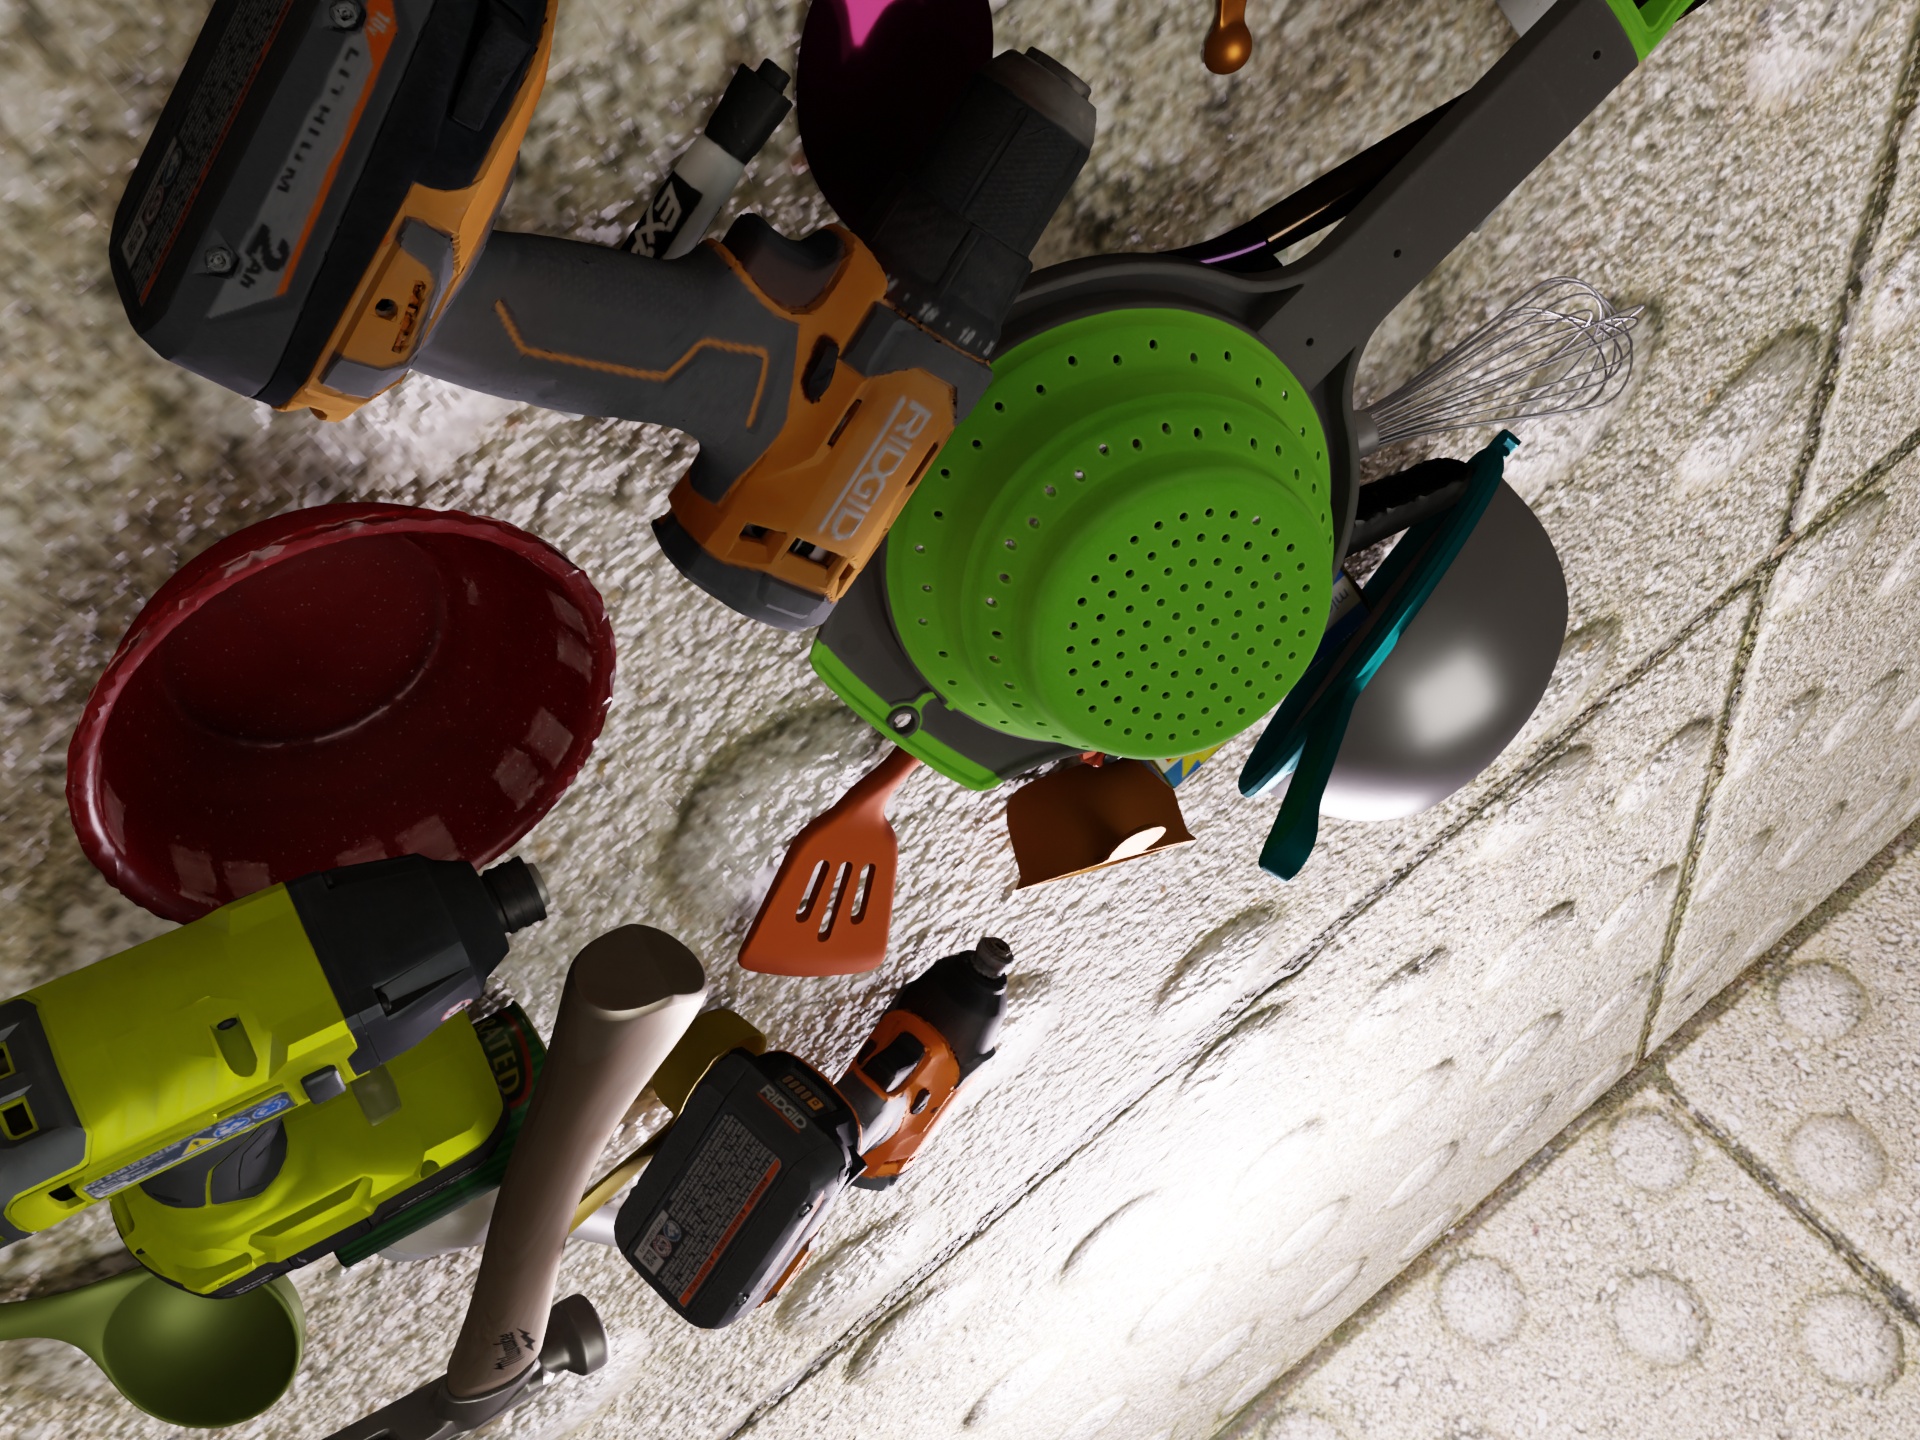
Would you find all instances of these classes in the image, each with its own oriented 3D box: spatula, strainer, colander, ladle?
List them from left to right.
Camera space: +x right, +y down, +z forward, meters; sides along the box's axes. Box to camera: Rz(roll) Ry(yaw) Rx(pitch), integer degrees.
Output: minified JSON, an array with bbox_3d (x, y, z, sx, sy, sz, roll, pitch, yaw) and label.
[{"bbox_3d":[-0.382,0.223,0.554,0.320,0.062,0.078,20,104,-51],"label":"ladle"},{"bbox_3d":[-0.203,0.237,0.772,0.087,0.050,0.258,-54,151,-9],"label":"strainer"},{"bbox_3d":[-0.001,-0.002,0.682,0.081,0.041,0.322,8,132,-36],"label":"spatula"},{"bbox_3d":[0.121,-0.110,0.552,0.397,0.095,0.204,-45,123,11],"label":"colander"},{"bbox_3d":[0.132,-0.187,0.580,0.316,0.018,0.059,-30,141,1],"label":"spatula"},{"bbox_3d":[0.213,0.002,0.745,0.211,0.095,0.340,-58,175,33],"label":"strainer"}]

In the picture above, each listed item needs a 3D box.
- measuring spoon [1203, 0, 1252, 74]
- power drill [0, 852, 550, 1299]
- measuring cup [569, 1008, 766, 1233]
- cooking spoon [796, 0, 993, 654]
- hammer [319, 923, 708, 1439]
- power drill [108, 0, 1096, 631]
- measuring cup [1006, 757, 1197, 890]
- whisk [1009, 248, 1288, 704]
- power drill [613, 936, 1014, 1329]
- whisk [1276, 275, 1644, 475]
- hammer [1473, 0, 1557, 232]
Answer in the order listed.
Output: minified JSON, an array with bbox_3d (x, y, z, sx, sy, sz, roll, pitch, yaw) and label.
[{"bbox_3d":[0.099,-0.273,0.533,0.021,0.011,0.116,-25,143,-25],"label":"measuring spoon"},{"bbox_3d":[-0.214,0.115,0.513,0.171,0.080,0.223,-24,164,-23],"label":"power drill"},{"bbox_3d":[-0.158,0.197,0.755,0.156,0.029,0.062,-41,156,-21],"label":"measuring cup"},{"bbox_3d":[-0.011,-0.126,0.577,0.069,0.017,0.318,-25,144,-15],"label":"cooking spoon"},{"bbox_3d":[-0.179,0.208,0.627,0.146,0.038,0.410,-20,151,-36],"label":"hammer"},{"bbox_3d":[-0.075,-0.133,0.425,0.226,0.084,0.185,20,112,-45],"label":"power drill"},{"bbox_3d":[0.069,0.041,0.758,0.095,0.052,0.173,-15,170,-6],"label":"measuring cup"},{"bbox_3d":[0.081,-0.093,0.686,0.058,0.059,0.246,-22,140,-56],"label":"whisk"},{"bbox_3d":[-0.055,0.192,0.800,0.164,0.084,0.226,-57,162,20],"label":"power drill"},{"bbox_3d":[0.212,-0.146,0.756,0.284,0.070,0.070,-25,143,-18],"label":"whisk"},{"bbox_3d":[0.154,-0.274,0.517,0.405,0.035,0.144,0,129,-57],"label":"hammer"}]
